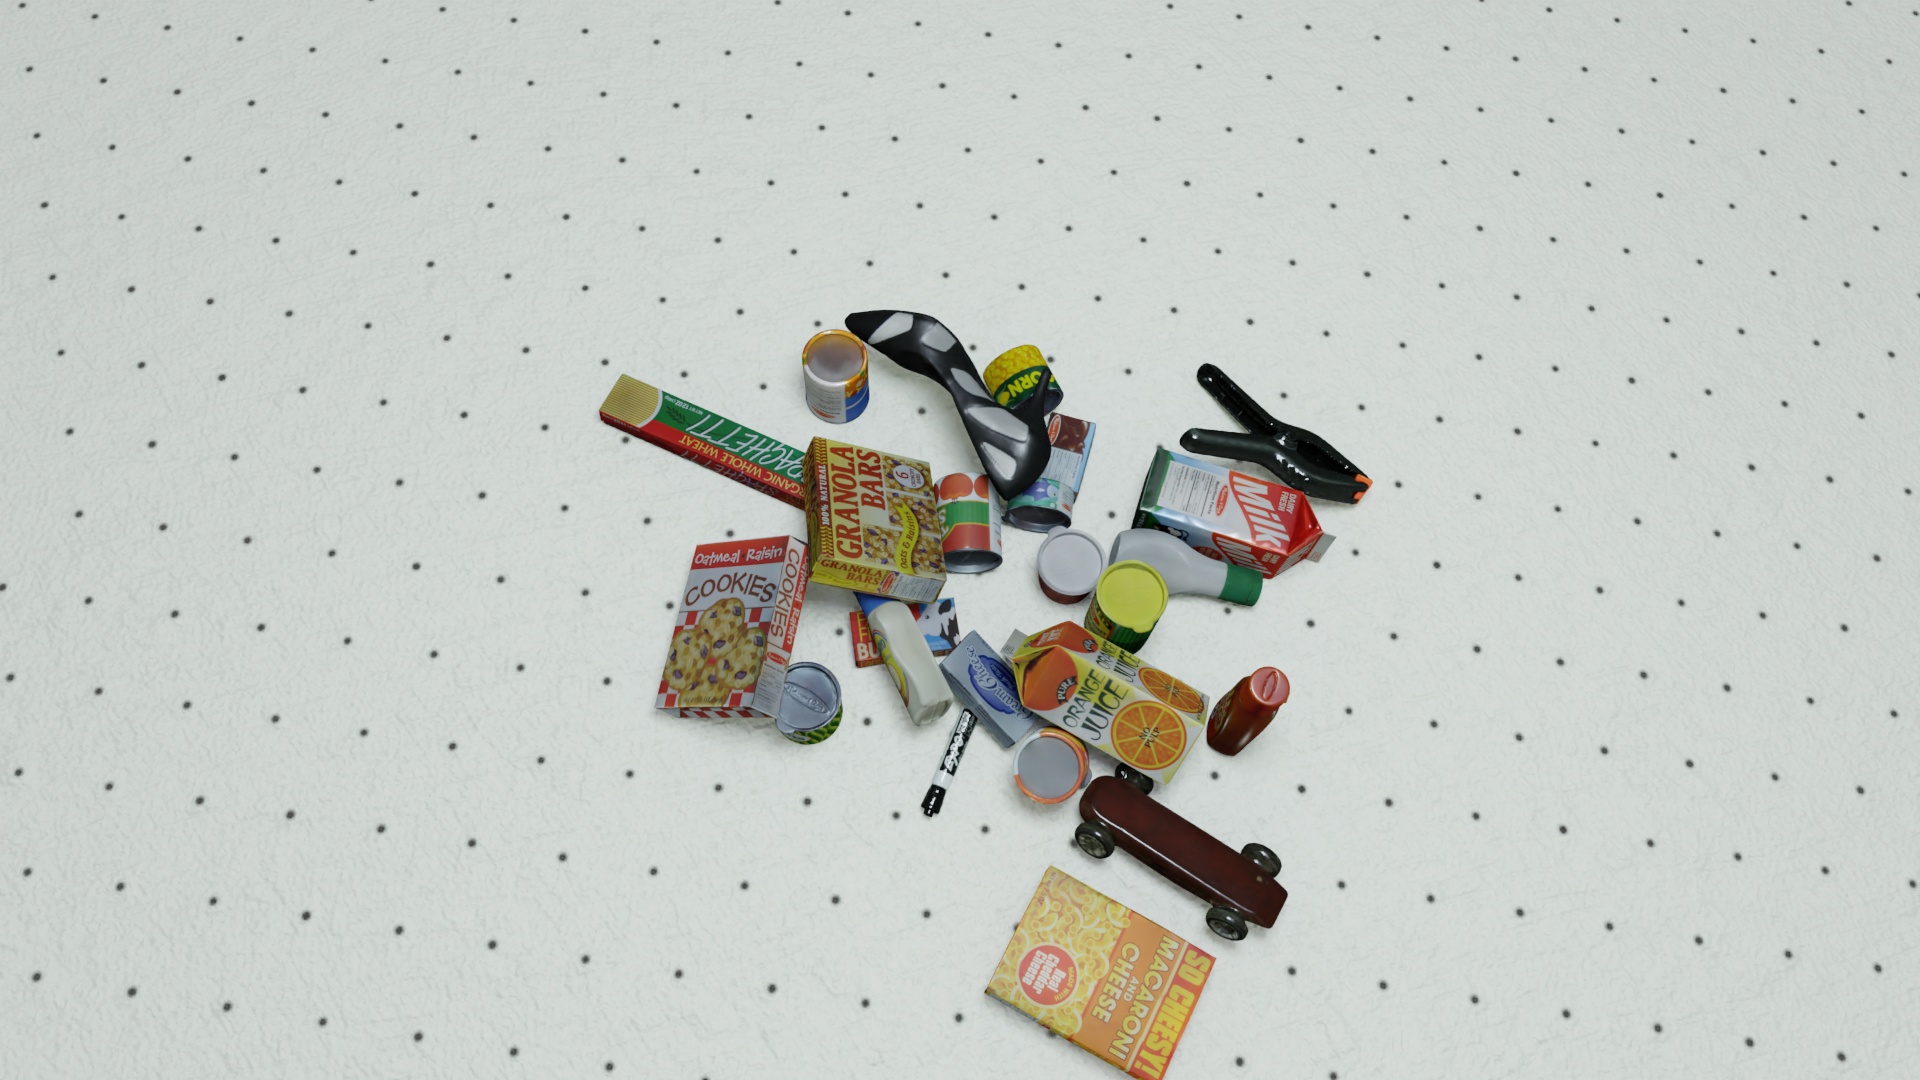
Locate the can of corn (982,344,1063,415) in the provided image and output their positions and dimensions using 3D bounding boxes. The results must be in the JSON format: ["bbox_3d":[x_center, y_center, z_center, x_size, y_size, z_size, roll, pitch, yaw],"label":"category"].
[{"bbox_3d":[0.064,-0.160,1.421,0.071,0.071,0.058,-23,71,-11],"label":"can of corn"}]

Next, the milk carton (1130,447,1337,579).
[{"bbox_3d":[0.272,-0.020,1.377,0.191,0.072,0.074,17,69,5],"label":"milk carton"}]

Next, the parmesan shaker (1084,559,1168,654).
[{"bbox_3d":[0.156,0.069,1.318,0.071,0.102,0.071,1,68,-2],"label":"parmesan shaker"}]

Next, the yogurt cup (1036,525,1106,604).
[{"bbox_3d":[0.106,0.029,1.357,0.072,0.053,0.072,1,69,-3],"label":"yogurt cup"}]

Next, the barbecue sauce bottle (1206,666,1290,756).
[{"bbox_3d":[0.264,0.152,1.267,0.044,0.148,0.065,24,70,6],"label":"barbecue sauce bottle"}]

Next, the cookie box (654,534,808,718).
[{"bbox_3d":[-0.210,0.081,1.295,0.123,0.040,0.168,-5,63,34],"label":"cookie box"}]

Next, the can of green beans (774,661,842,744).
[{"bbox_3d":[-0.143,0.152,1.292,0.071,0.057,0.071,1,68,-3],"label":"can of green beans"}]

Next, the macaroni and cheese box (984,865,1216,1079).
[{"bbox_3d":[0.123,0.383,1.225,0.166,0.040,0.124,28,69,8],"label":"macaroni and cheese box"}]

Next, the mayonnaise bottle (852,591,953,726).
[{"bbox_3d":[-0.056,0.096,1.291,0.041,0.064,0.148,-21,67,-20],"label":"mayonnaise bottle"}]

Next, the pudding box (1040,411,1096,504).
[{"bbox_3d":[0.105,-0.084,1.415,0.050,0.030,0.084,15,68,4],"label":"pudding box"}]

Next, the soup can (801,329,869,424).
[{"bbox_3d":[-0.125,-0.168,1.407,0.071,0.083,0.071,1,68,-3],"label":"soup can"}]

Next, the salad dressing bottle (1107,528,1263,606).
[{"bbox_3d":[0.221,0.030,1.364,0.148,0.064,0.044,15,25,-4],"label":"salad dressing bottle"}]

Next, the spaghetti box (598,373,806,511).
[{"bbox_3d":[-0.242,-0.097,1.401,0.250,0.028,0.050,24,68,6],"label":"spaghetti box"}]

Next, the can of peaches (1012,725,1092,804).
[{"bbox_3d":[0.085,0.206,1.273,0.071,0.058,0.071,-1,87,9],"label":"can of peaches"}]

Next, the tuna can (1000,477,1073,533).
[{"bbox_3d":[0.076,-0.035,1.376,0.071,0.070,0.033,8,68,0],"label":"tuna can"}]

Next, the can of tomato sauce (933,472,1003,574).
[{"bbox_3d":[0.005,-0.017,1.363,0.071,0.071,0.083,-1,68,-3],"label":"can of tomato sauce"}]

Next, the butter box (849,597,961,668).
[{"bbox_3d":[-0.054,0.089,1.341,0.103,0.024,0.053,-8,69,-7],"label":"butter box"}]

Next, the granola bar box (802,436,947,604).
[{"bbox_3d":[-0.084,-0.020,1.322,0.124,0.038,0.166,12,41,-20],"label":"granola bar box"}]

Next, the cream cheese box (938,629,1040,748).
[{"bbox_3d":[0.028,0.140,1.306,0.104,0.024,0.053,47,57,0],"label":"cream cheese box"}]

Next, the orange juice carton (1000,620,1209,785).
[{"bbox_3d":[0.127,0.139,1.285,0.193,0.072,0.072,29,110,4],"label":"orange juice carton"}]
